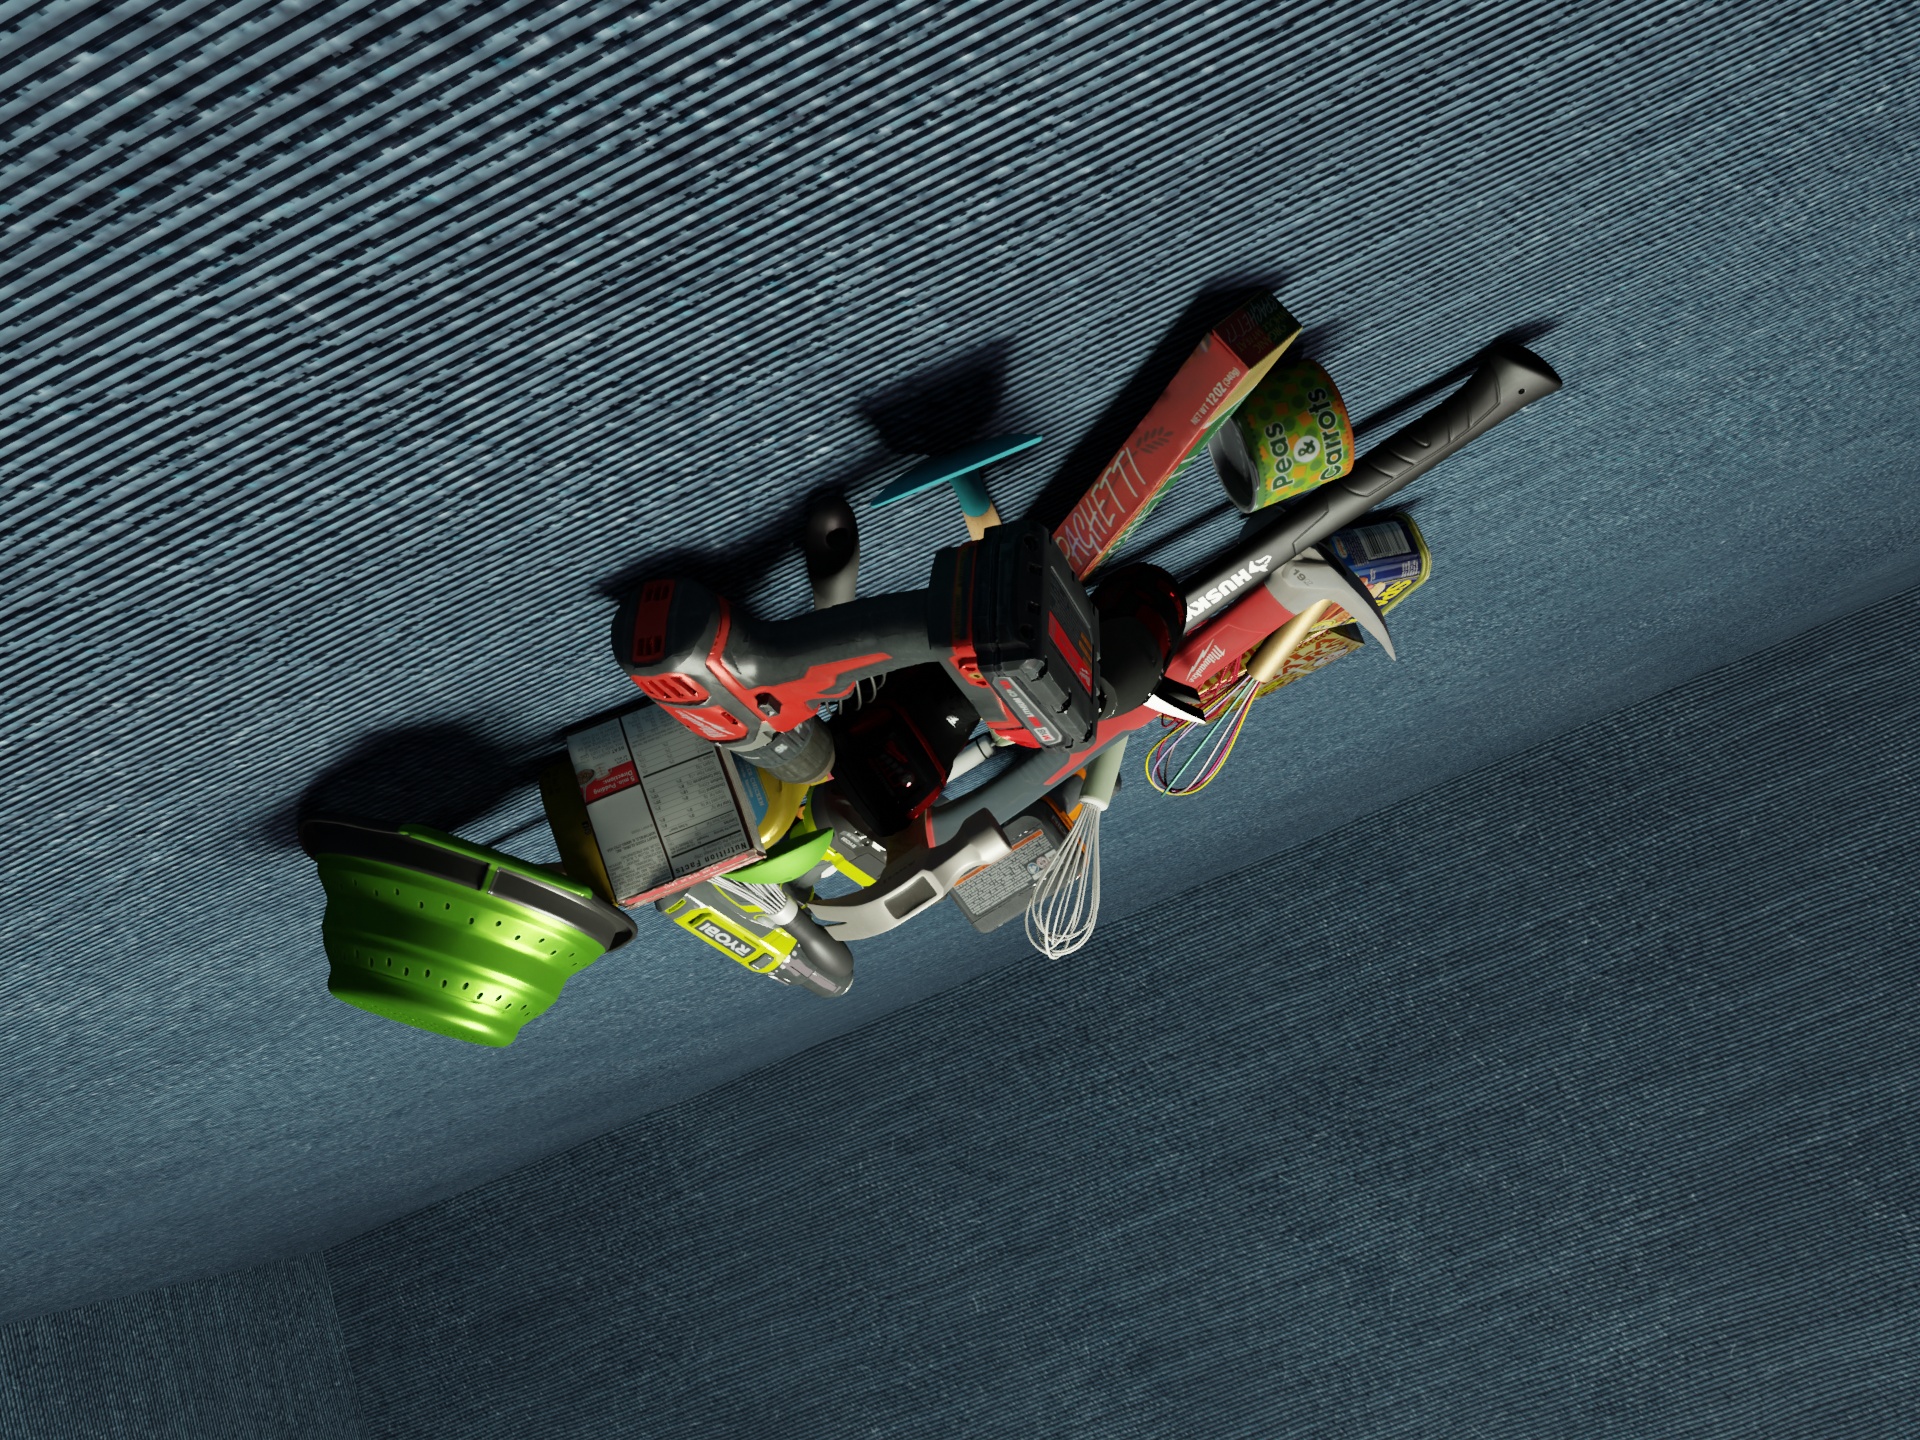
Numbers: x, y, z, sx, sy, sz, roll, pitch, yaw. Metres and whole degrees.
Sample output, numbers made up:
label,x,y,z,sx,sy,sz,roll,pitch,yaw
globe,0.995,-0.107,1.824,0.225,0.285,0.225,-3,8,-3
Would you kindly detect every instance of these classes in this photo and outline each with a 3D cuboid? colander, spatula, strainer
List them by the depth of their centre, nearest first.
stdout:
label,x,y,z,sx,sy,sz,roll,pitch,yaw
spatula,0.014,-0.098,0.854,0.082,0.044,0.317,-22,166,4
colander,-0.335,0.149,1.008,0.204,0.094,0.397,23,160,-19
strainer,-0.067,0.077,1.355,0.258,0.050,0.087,-31,179,10

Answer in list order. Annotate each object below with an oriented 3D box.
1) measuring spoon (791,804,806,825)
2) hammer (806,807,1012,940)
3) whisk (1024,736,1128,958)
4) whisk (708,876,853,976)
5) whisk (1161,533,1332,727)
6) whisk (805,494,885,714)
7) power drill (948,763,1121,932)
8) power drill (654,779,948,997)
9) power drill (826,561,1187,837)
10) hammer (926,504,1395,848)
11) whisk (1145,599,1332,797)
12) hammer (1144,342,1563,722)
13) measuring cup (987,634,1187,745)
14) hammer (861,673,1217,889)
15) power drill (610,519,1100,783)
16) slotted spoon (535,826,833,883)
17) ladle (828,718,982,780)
label,x,y,z,sx,sy,sz,roll,pitch,yaw
measuring spoon,-0.154,0.098,1.374,0.021,0.011,0.117,-10,161,-38
hammer,-0.039,0.064,1.080,0.130,0.031,0.331,-34,-167,5
whisk,0.106,0.075,1.287,0.058,0.246,0.059,9,159,26
whisk,-0.152,0.126,1.191,0.070,0.070,0.284,-25,138,11
whisk,0.204,-0.071,1.191,0.073,0.073,0.295,-15,158,-24
whisk,-0.066,-0.060,0.876,0.055,0.055,0.238,-19,161,-10
power drill,0.052,0.103,1.425,0.164,0.084,0.226,-34,-174,21
power drill,-0.113,0.140,1.301,0.190,0.080,0.228,37,128,-26
power drill,0.027,-0.013,0.960,0.219,0.078,0.143,-23,-161,31
hammer,0.123,0.005,1.150,0.143,0.038,0.386,38,122,-25
whisk,0.205,-0.022,1.175,0.051,0.047,0.244,-28,158,-45
hammer,0.218,-0.119,0.992,0.334,0.035,0.146,-35,125,23
measuring cup,0.091,-0.036,1.203,0.167,0.038,0.083,-30,168,13
hammer,0.056,0.037,1.289,0.409,0.036,0.149,-34,-177,44
power drill,-0.044,-0.020,0.826,0.227,0.080,0.187,-6,154,20
slotted spoon,-0.231,0.102,1.078,0.314,0.031,0.070,-6,-171,18
ladle,-0.002,-0.003,1.091,0.315,0.031,0.069,-18,171,38
